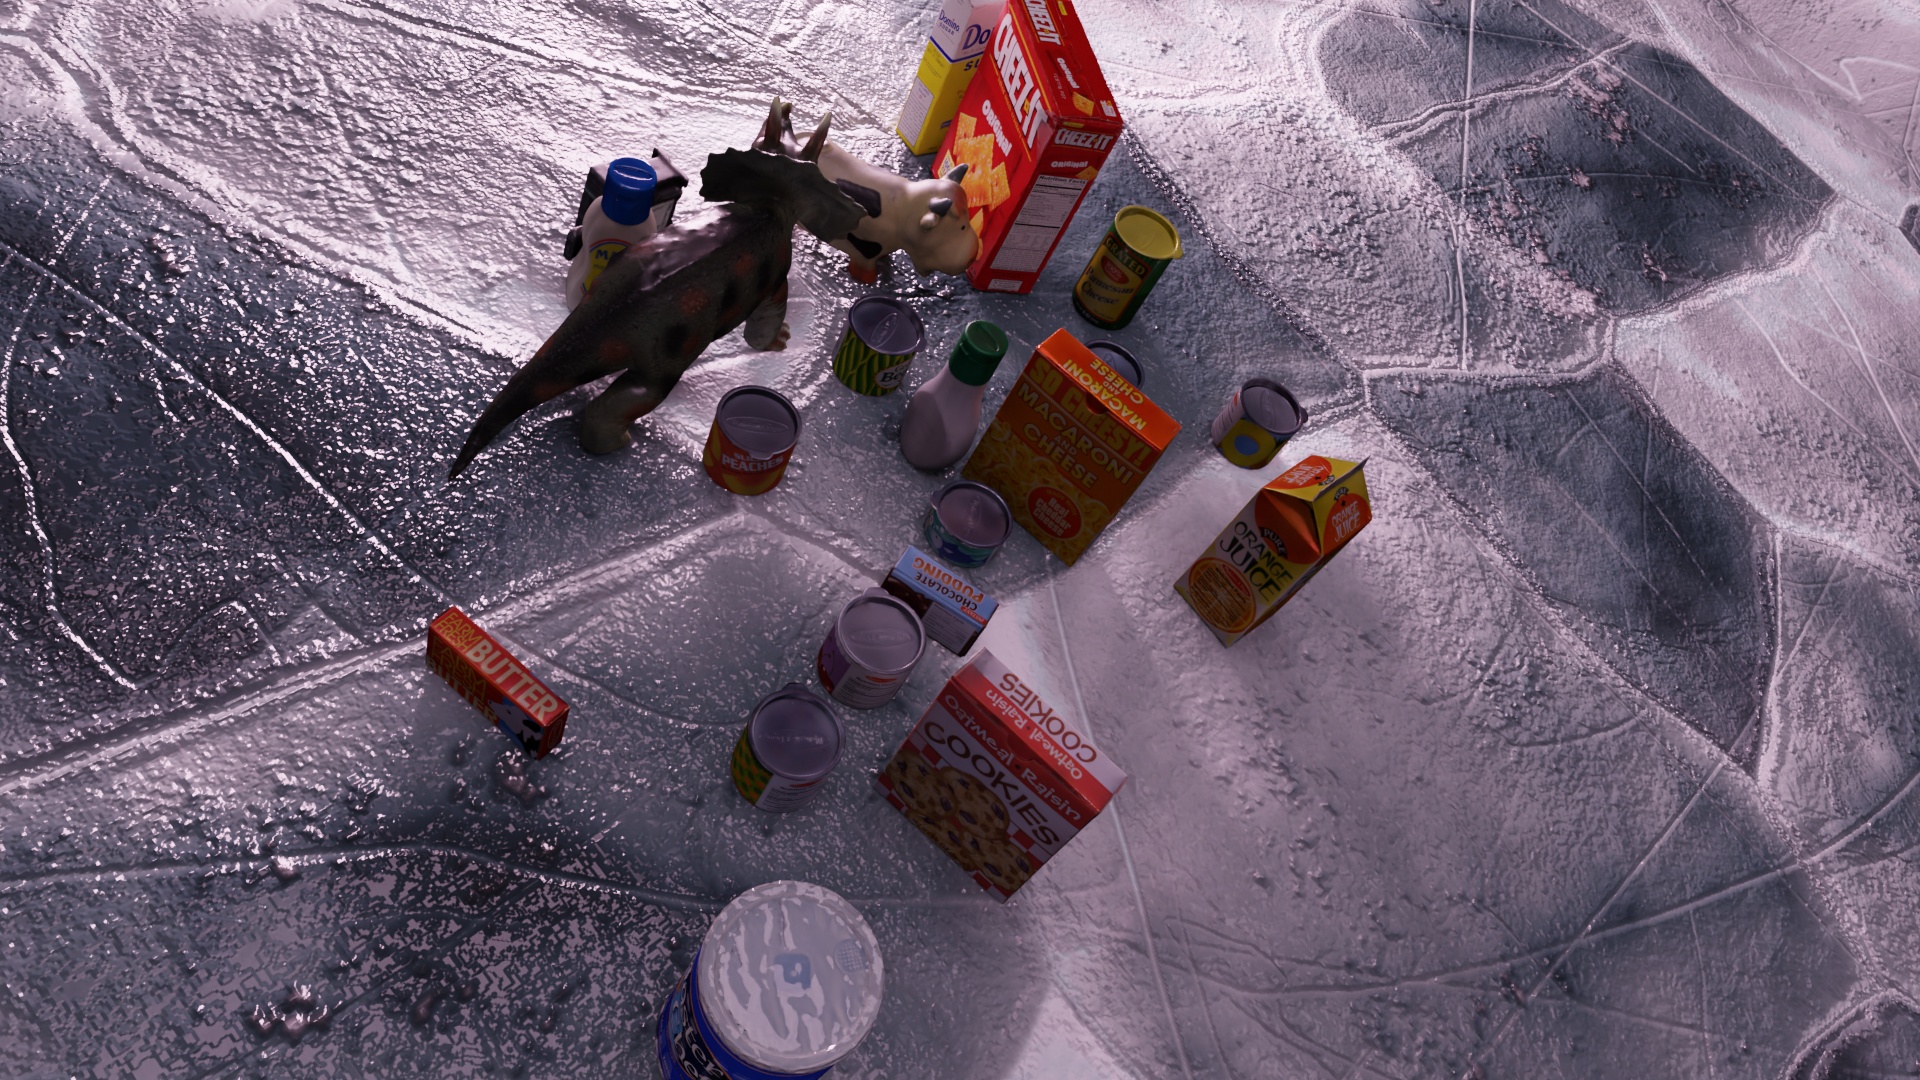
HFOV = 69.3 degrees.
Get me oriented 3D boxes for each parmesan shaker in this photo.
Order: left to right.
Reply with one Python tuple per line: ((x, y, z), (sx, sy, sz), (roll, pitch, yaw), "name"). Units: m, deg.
((0.156, -0.253, 1.306), (0.071, 0.102, 0.071), (12, 53, -16), "parmesan shaker")

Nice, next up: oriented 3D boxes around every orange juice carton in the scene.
((0.258, 0.000, 1.115), (0.072, 0.191, 0.073), (-29, 72, -36), "orange juice carton")

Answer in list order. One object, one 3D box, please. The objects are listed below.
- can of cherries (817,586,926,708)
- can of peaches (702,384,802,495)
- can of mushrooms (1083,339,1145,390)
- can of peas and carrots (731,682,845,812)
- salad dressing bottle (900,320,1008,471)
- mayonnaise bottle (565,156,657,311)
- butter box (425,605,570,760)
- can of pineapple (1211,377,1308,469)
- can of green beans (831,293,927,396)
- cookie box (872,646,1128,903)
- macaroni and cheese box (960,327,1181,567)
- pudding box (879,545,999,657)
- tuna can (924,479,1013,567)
((-0.065, 0.078, 1.005), (0.071, 0.058, 0.072), (12, 53, -16), "can of cherries")
((-0.161, -0.075, 1.070), (0.071, 0.057, 0.071), (12, 53, -16), "can of peaches")
((0.129, -0.149, 1.266), (0.071, 0.033, 0.071), (12, 53, -16), "can of mushrooms")
((-0.117, 0.140, 0.938), (0.071, 0.058, 0.071), (12, 53, -16), "can of peas and carrots")
((-0.005, -0.114, 1.109), (0.044, 0.147, 0.064), (-19, 67, -33), "salad dressing bottle")
((-0.266, -0.231, 1.076), (0.065, 0.147, 0.041), (9, 54, -18), "mayonnaise bottle")
((-0.300, 0.092, 0.895), (0.103, 0.052, 0.024), (40, 51, 6), "butter box")
((0.276, -0.107, 1.285), (0.071, 0.057, 0.071), (12, 53, -16), "can of pineapple")
((-0.071, -0.164, 1.173), (0.071, 0.057, 0.071), (12, 53, -16), "can of green beans")
((0.021, 0.159, 0.916), (0.123, 0.166, 0.040), (41, 51, 7), "cookie box")
((0.084, -0.070, 1.105), (0.124, 0.165, 0.040), (41, 51, 7), "macaroni and cheese box")
((-0.019, 0.046, 1.053), (0.084, 0.049, 0.030), (33, 50, 0), "pudding box")
((0.004, -0.014, 1.117), (0.071, 0.032, 0.071), (12, 53, -16), "tuna can")
